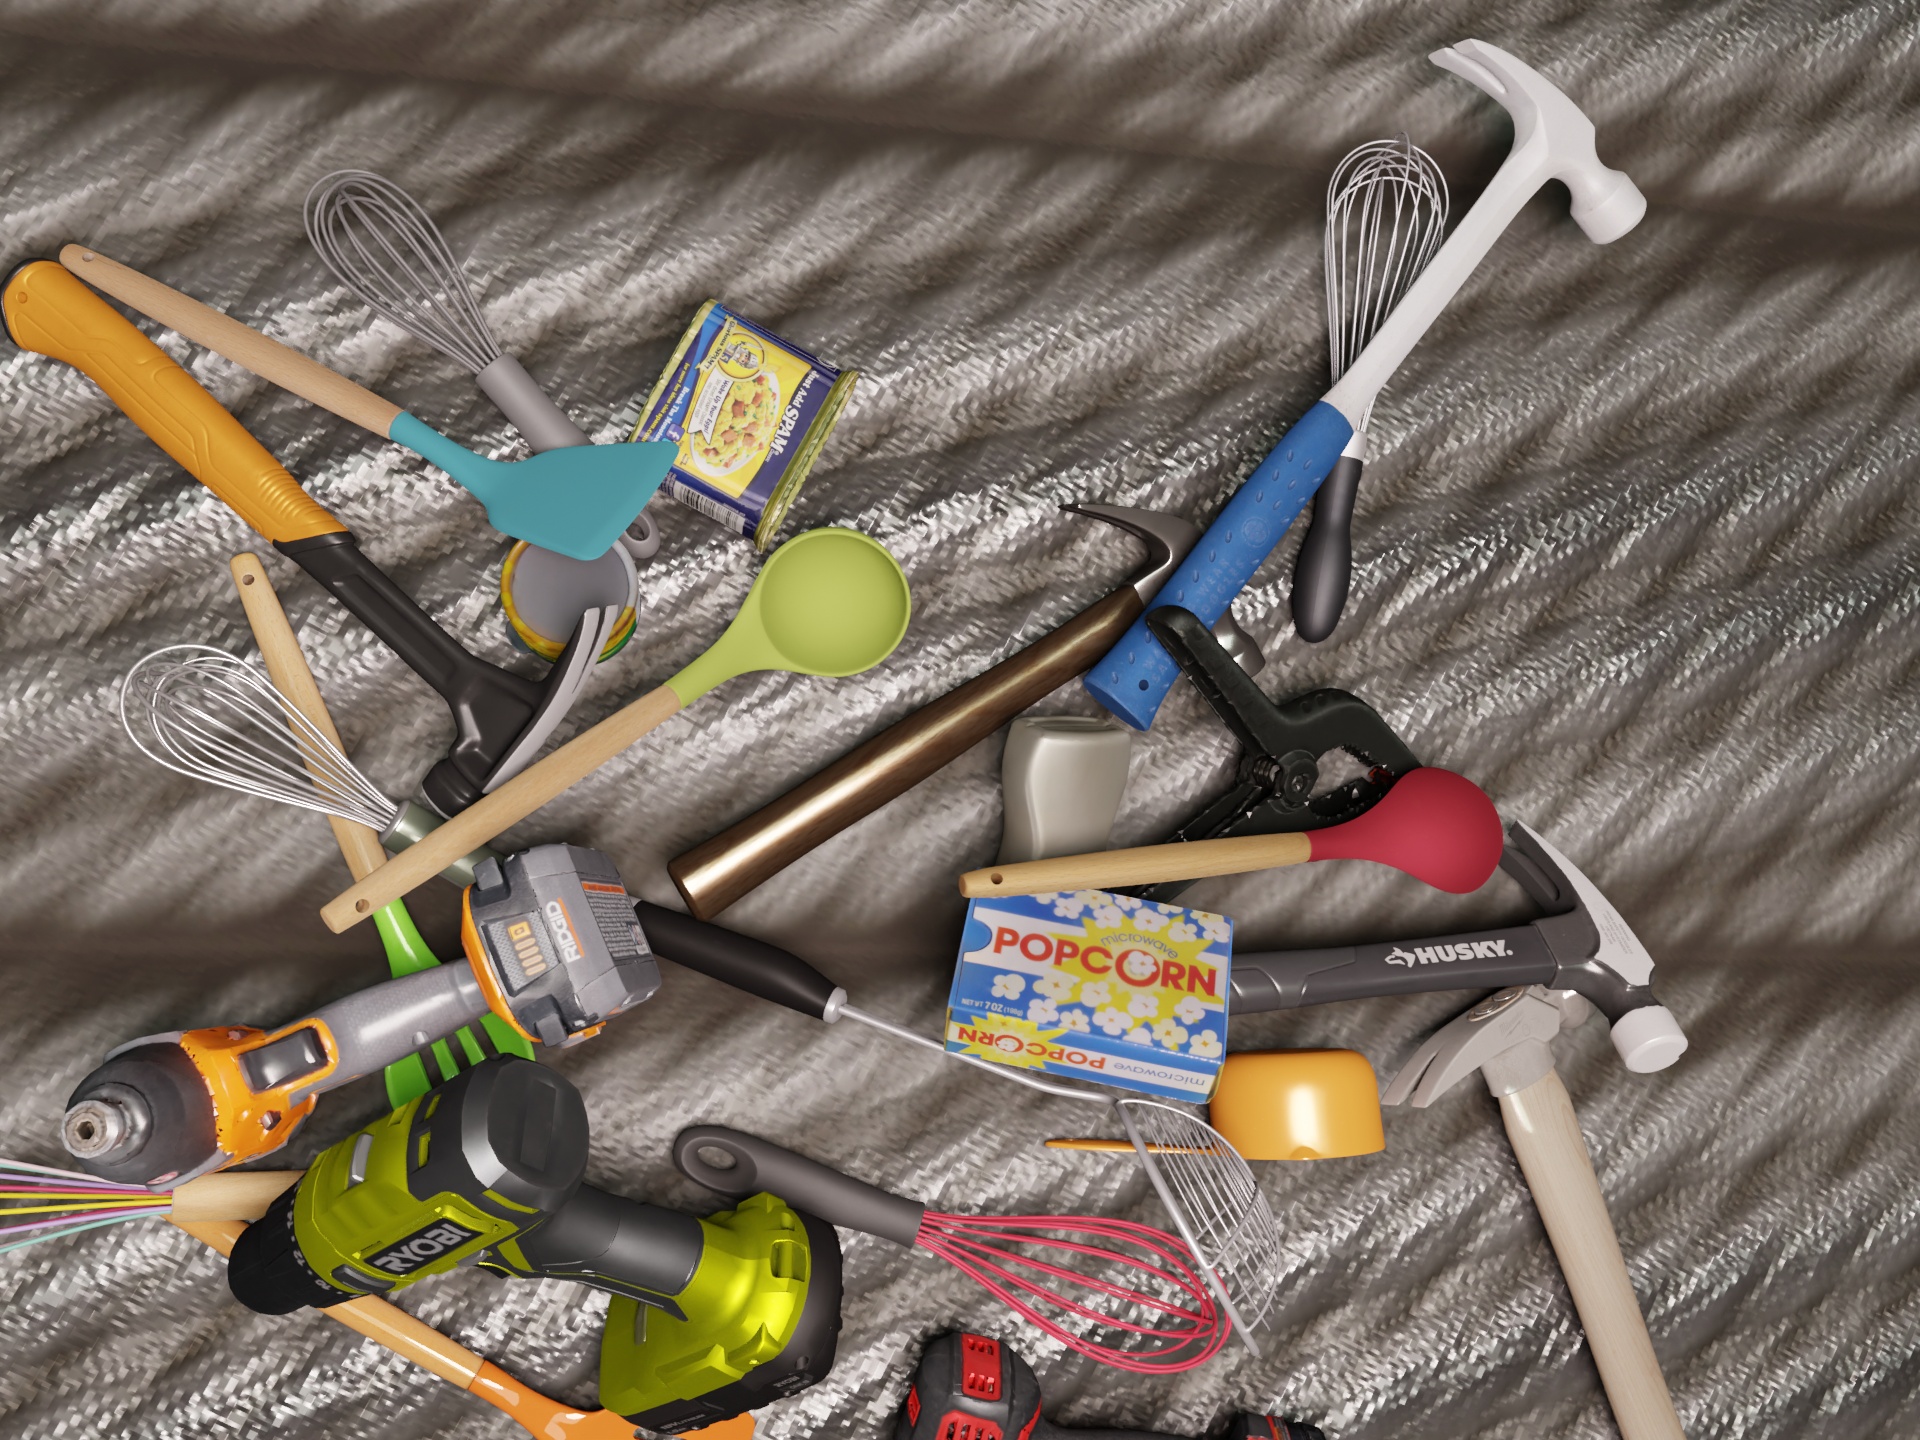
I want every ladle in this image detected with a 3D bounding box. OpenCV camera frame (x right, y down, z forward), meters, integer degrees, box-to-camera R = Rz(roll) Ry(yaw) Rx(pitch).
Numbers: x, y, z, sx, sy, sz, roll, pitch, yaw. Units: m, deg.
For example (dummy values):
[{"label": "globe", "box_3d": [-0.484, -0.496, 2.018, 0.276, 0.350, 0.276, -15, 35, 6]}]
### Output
[{"label": "ladle", "box_3d": [-0.149, 0.003, 0.741, 0.320, 0.062, 0.078, -37, 114, -32]}, {"label": "ladle", "box_3d": [0.146, 0.064, 0.783, 0.315, 0.031, 0.069, -4, 71, -22]}]

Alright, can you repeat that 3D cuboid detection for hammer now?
[{"label": "hammer", "box_3d": [0.197, -0.169, 0.825, 0.144, 0.035, 0.405, 41, 83, -20]}, {"label": "hammer", "box_3d": [0.186, 0.125, 0.810, 0.334, 0.035, 0.146, -3, 45, -11]}, {"label": "hammer", "box_3d": [-0.316, -0.106, 0.746, 0.337, 0.034, 0.127, 41, 105, 4]}, {"label": "hammer", "box_3d": [0.351, 0.345, 0.853, 0.146, 0.038, 0.410, -23, 93, -31]}, {"label": "hammer", "box_3d": [-0.001, -0.003, 0.814, 0.331, 0.031, 0.130, -32, 103, -13]}]

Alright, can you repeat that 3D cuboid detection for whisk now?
[{"label": "whisk", "box_3d": [0.217, -0.183, 0.875, 0.070, 0.070, 0.284, 10, 89, -10]}, {"label": "whisk", "box_3d": [-0.234, -0.173, 0.793, 0.055, 0.055, 0.239, -42, 99, -11]}, {"label": "whisk", "box_3d": [-0.274, 0.044, 0.747, 0.246, 0.058, 0.059, 36, 89, -22]}, {"label": "whisk", "box_3d": [-0.378, 0.218, 0.716, 0.245, 0.047, 0.051, 5, 54, -24]}, {"label": "whisk", "box_3d": [-0.003, 0.259, 0.800, 0.296, 0.073, 0.073, 19, 82, -2]}]

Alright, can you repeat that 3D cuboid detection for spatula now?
[{"label": "spatula", "box_3d": [-0.253, 0.301, 0.765, 0.322, 0.041, 0.081, 31, 80, -3]}, {"label": "spatula", "box_3d": [-0.292, -0.161, 0.761, 0.317, 0.044, 0.082, 27, 57, 2]}]

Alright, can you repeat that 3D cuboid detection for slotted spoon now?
[{"label": "slotted spoon", "box_3d": [-0.288, 0.063, 0.774, 0.070, 0.031, 0.314, -23, 88, -12]}]

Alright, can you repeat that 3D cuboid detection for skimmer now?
[{"label": "skimmer", "box_3d": [-0.015, 0.186, 0.761, 0.363, 0.127, 0.090, 20, 81, 9]}]

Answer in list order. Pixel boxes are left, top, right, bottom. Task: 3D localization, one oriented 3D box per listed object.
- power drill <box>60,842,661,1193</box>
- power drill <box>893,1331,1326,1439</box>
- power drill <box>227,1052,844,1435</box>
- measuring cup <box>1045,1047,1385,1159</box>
[{"label": "power drill", "box_3d": [-0.253, 0.131, 0.676, 0.226, 0.164, 0.084, -24, 84, -4]}, {"label": "power drill", "box_3d": [0.068, 0.395, 0.784, 0.219, 0.078, 0.143, 16, 104, -4]}, {"label": "power drill", "box_3d": [-0.182, 0.238, 0.694, 0.190, 0.080, 0.228, -32, 130, 27]}, {"label": "measuring cup", "box_3d": [0.130, 0.197, 0.825, 0.173, 0.095, 0.052, -2, 81, 7]}]
